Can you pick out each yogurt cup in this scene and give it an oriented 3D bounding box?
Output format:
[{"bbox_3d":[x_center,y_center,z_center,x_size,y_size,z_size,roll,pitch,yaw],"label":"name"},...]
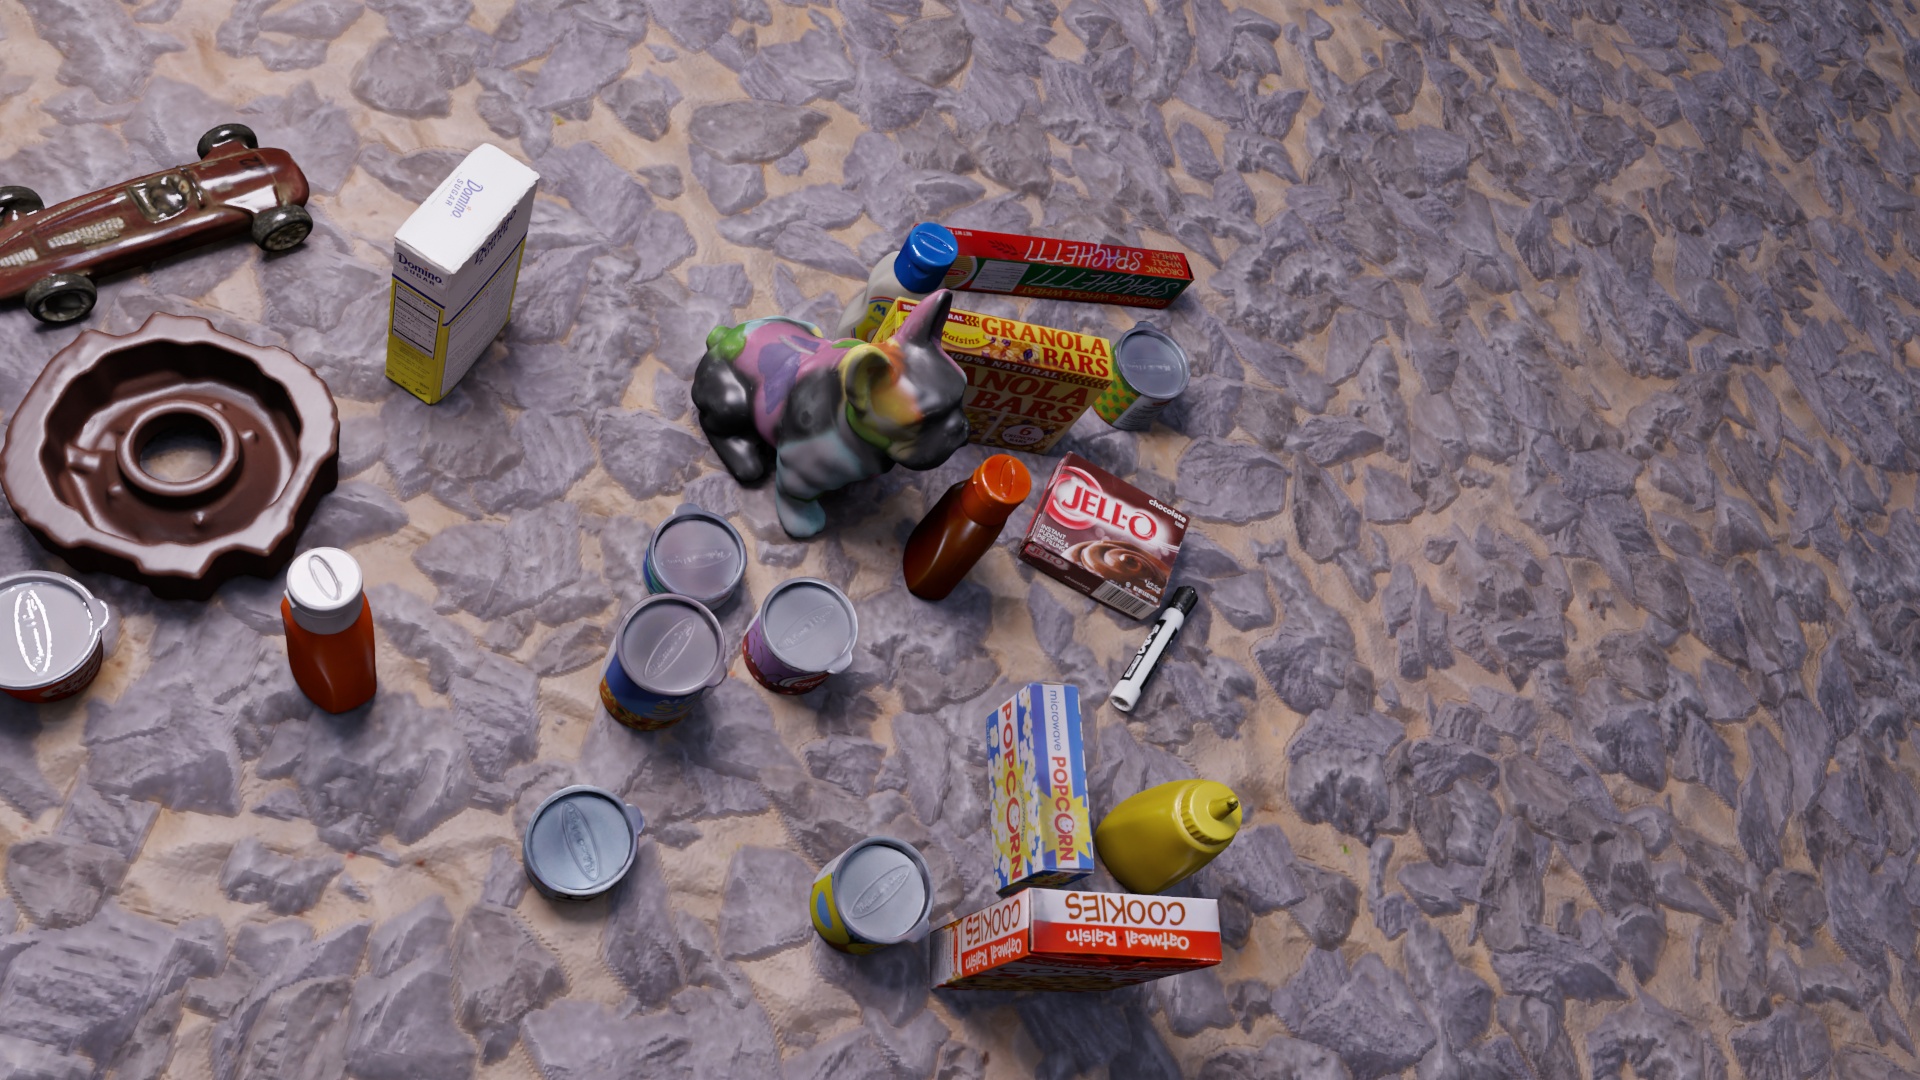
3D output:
[{"bbox_3d":[-0.512,0.057,0.771,0.072,0.053,0.072,9,64,-19],"label":"yogurt cup"}]

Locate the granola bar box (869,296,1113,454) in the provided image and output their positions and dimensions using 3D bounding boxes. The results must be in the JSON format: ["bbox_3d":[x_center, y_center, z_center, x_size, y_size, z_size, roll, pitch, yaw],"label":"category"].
[{"bbox_3d":[0.011,-0.119,1.028,0.166,0.123,0.039,8,64,-19],"label":"granola bar box"}]

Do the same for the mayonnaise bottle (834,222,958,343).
[{"bbox_3d":[-0.044,-0.176,1.018,0.065,0.147,0.041,27,60,-9],"label":"mayonnaise bottle"}]

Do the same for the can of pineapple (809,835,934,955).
[{"bbox_3d":[-0.056,0.227,0.879,0.071,0.057,0.071,9,64,-19],"label":"can of pineapple"}]

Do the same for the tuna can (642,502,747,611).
[{"bbox_3d":[-0.181,0.013,0.941,0.071,0.032,0.071,9,64,-19],"label":"tuna can"}]

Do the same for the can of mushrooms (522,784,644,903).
[{"bbox_3d":[-0.228,0.184,0.842,0.071,0.033,0.071,9,64,-19],"label":"can of mushrooms"}]

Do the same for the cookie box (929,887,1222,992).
[{"bbox_3d":[0.066,0.250,0.854,0.123,0.166,0.040,8,64,-19],"label":"cookie box"}]

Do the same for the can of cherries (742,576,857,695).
[{"bbox_3d":[-0.107,0.067,0.931,0.071,0.058,0.072,9,64,-19],"label":"can of cherries"}]

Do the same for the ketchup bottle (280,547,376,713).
[{"bbox_3d":[-0.357,0.049,0.784,0.044,0.148,0.065,-28,80,-30],"label":"ketchup bottle"}]

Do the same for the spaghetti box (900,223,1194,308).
[{"bbox_3d":[0.072,-0.224,1.146,0.250,0.050,0.029,1,67,-22],"label":"spaghetti box"}]

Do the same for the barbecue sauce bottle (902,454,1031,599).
[{"bbox_3d":[0.003,-0.012,0.961,0.044,0.148,0.065,17,62,-15],"label":"barbecue sauce bottle"}]

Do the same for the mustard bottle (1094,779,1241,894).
[{"bbox_3d":[0.146,0.191,0.919,0.049,0.159,0.065,-32,82,-31],"label":"mustard bottle"}]

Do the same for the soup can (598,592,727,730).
[{"bbox_3d":[-0.188,0.080,0.877,0.071,0.083,0.071,9,64,-19],"label":"soup can"}]

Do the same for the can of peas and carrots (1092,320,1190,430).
[{"bbox_3d":[0.143,-0.133,1.128,0.071,0.058,0.071,9,64,-19],"label":"can of peas and carrots"}]

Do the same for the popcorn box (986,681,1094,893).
[{"bbox_3d":[0.051,0.167,0.935,0.038,0.085,0.127,6,65,-20],"label":"popcorn box"}]
